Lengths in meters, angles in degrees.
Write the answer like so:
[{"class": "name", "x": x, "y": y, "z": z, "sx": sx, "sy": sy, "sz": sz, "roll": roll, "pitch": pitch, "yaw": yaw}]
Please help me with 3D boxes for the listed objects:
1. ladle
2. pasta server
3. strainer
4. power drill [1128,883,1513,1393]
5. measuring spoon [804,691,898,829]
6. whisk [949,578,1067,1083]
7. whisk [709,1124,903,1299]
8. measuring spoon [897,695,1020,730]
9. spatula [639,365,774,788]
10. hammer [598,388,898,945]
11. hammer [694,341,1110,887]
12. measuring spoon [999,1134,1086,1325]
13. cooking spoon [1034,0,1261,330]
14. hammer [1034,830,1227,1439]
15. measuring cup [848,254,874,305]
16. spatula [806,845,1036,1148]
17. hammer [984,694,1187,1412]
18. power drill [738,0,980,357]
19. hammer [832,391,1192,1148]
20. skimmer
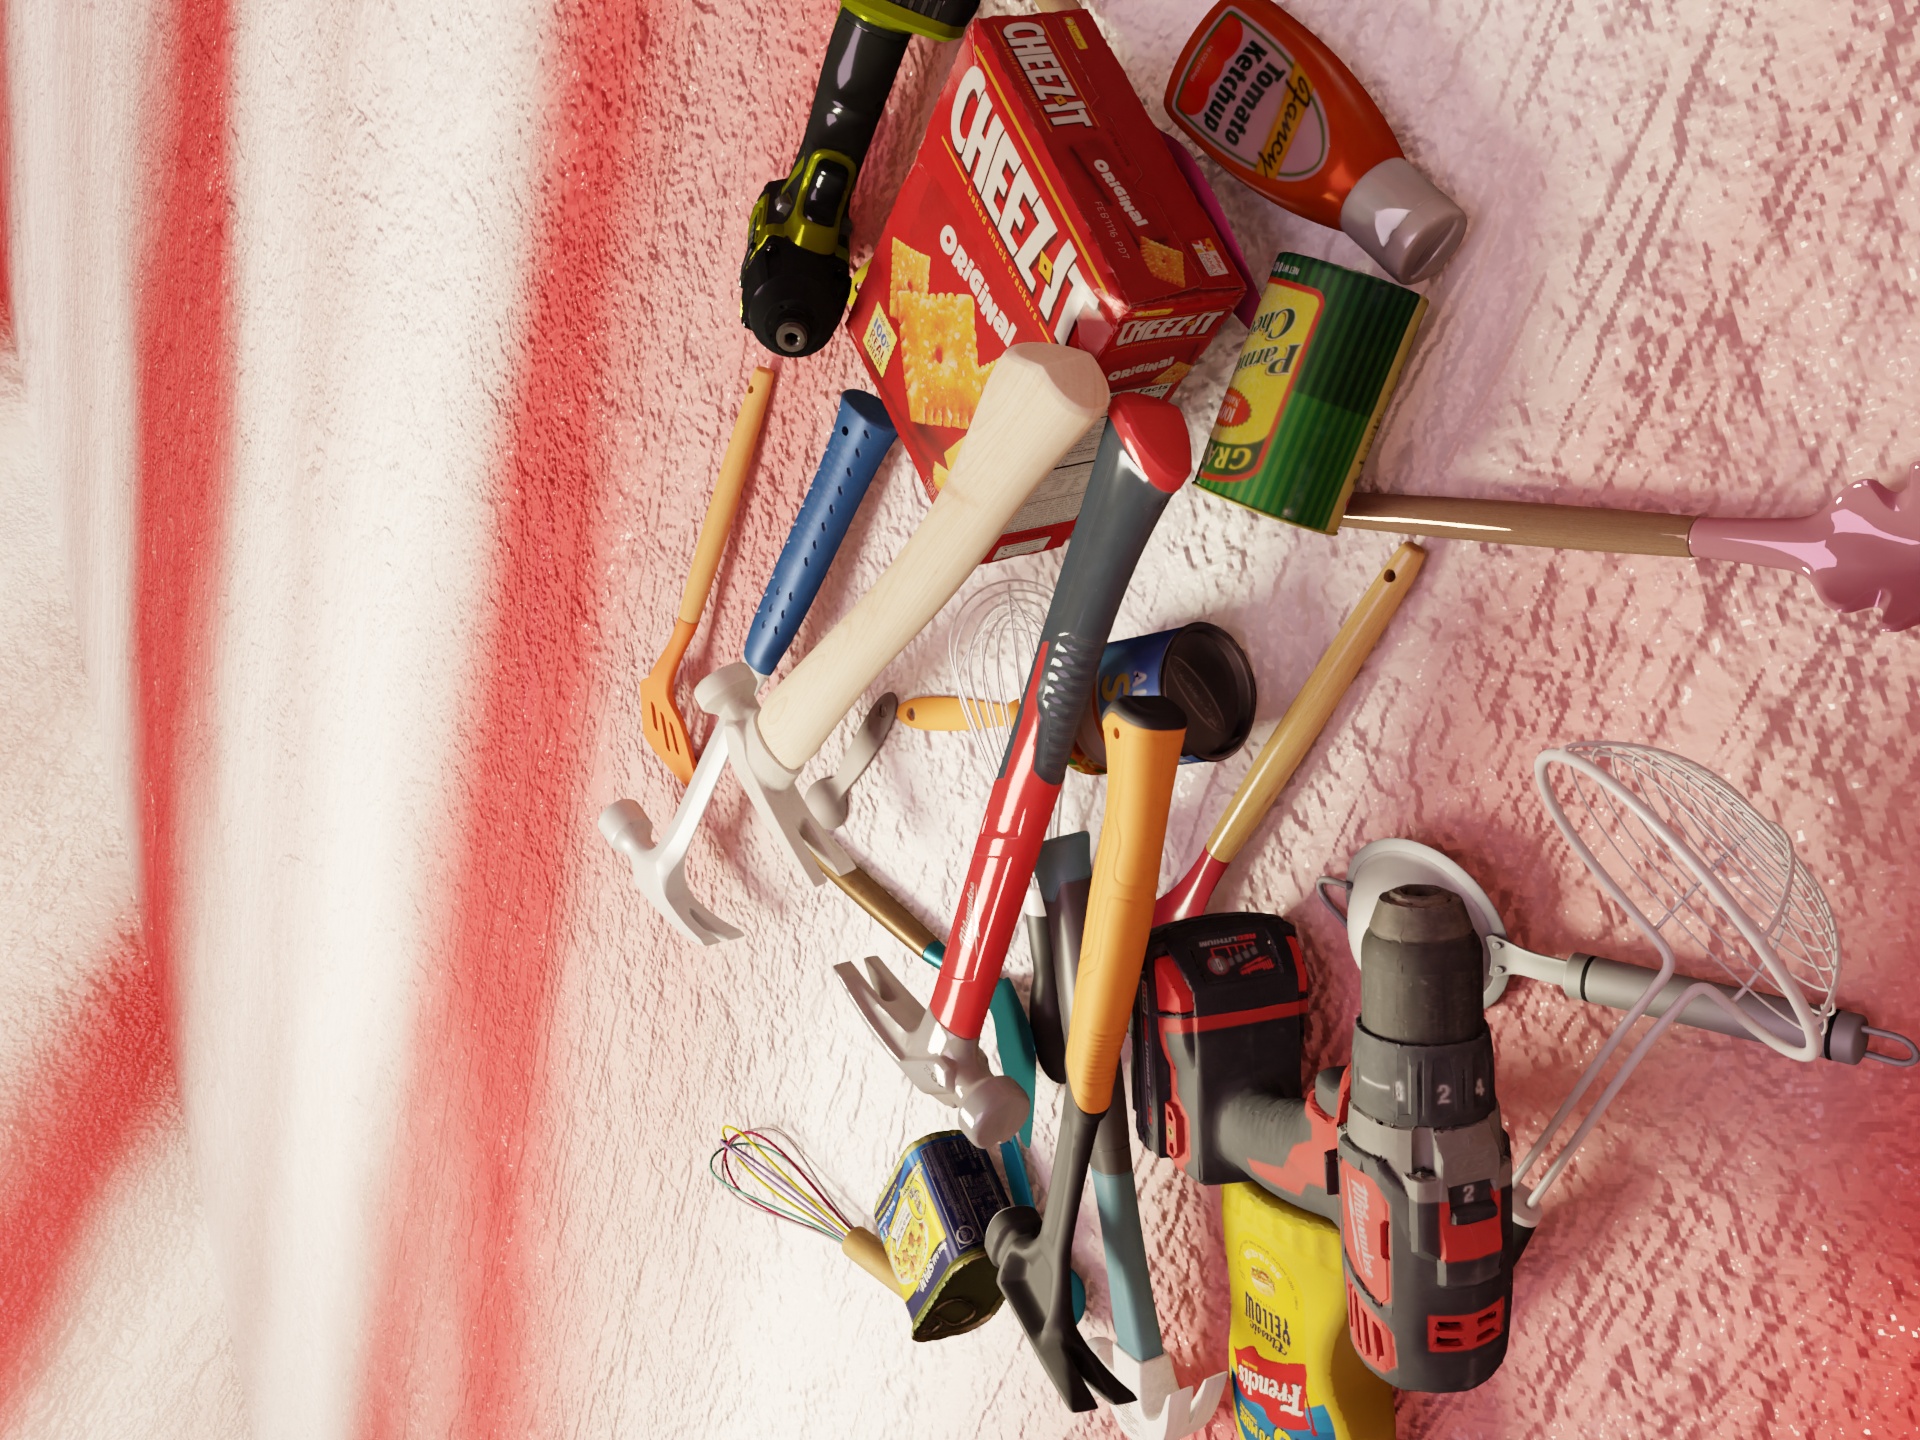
[{"class": "ladle", "x": 0.138, "y": 0.046, "z": 0.766, "sx": 0.069, "sy": 0.031, "sz": 0.315, "roll": 49, "pitch": 129, "yaw": 32}, {"class": "pasta server", "x": 0.249, "y": -0.073, "z": 0.604, "sx": 0.316, "sy": 0.040, "sz": 0.060, "roll": 14, "pitch": 96, "yaw": 48}, {"class": "strainer", "x": 0.245, "y": 0.102, "z": 0.648, "sx": 0.258, "sy": 0.050, "sz": 0.086, "roll": 9, "pitch": 121, "yaw": 44}, {"class": "power drill", "x": 0.149, "y": 0.142, "z": 0.666, "sx": 0.227, "sy": 0.080, "sz": 0.188, "roll": -154, "pitch": 59, "yaw": -71}, {"class": "measuring spoon", "x": -0.071, "y": 0.025, "z": 1.003, "sx": 0.034, "sy": 0.018, "sz": 0.124, "roll": 55, "pitch": 133, "yaw": 25}, {"class": "whisk", "x": 0.043, "y": 0.064, "z": 0.860, "sx": 0.070, "sy": 0.070, "sz": 0.284, "roll": 7, "pitch": 108, "yaw": 48}, {"class": "whisk", "x": -0.089, "y": 0.339, "z": 1.075, "sx": 0.245, "sy": 0.051, "sz": 0.047, "roll": 23, "pitch": 109, "yaw": 41}, {"class": "measuring spoon", "x": -0.001, "y": -0.003, "z": 0.923, "sx": 0.117, "sy": 0.011, "sz": 0.021, "roll": 2, "pitch": 99, "yaw": 48}, {"class": "spatula", "x": -0.173, "y": -0.092, "z": 1.092, "sx": 0.081, "sy": 0.041, "sz": 0.322, "roll": 42, "pitch": 123, "yaw": 34}, {"class": "hammer", "x": -0.130, "y": -0.025, "z": 1.023, "sx": 0.144, "sy": 0.035, "sz": 0.405, "roll": 48, "pitch": 126, "yaw": 28}, {"class": "hammer", "x": -0.033, "y": -0.046, "z": 0.820, "sx": 0.146, "sy": 0.038, "sz": 0.410, "roll": 59, "pitch": 144, "yaw": 10}, {"class": "measuring spoon", "x": 0.048, "y": 0.292, "z": 0.932, "sx": 0.042, "sy": 0.021, "sz": 0.129, "roll": -46, "pitch": 55, "yaw": 54}, {"class": "cooking spoon", "x": 0.069, "y": -0.305, "z": 0.755, "sx": 0.017, "sy": 0.068, "sz": 0.319, "roll": -27, "pitch": 67, "yaw": 4}, {"class": "hammer", "x": 0.075, "y": 0.218, "z": 0.828, "sx": 0.128, "sy": 0.033, "sz": 0.331, "roll": -174, "pitch": 74, "yaw": -67}, {"class": "measuring cup", "x": -0.027, "y": -0.272, "z": 0.878, "sx": 0.156, "sy": 0.029, "sz": 0.062, "roll": -28, "pitch": 77, "yaw": 46}, {"class": "spatula", "x": -0.042, "y": 0.130, "z": 0.974, "sx": 0.318, "sy": 0.044, "sz": 0.082, "roll": 36, "pitch": 137, "yaw": 40}, {"class": "hammer", "x": 0.065, "y": 0.151, "z": 0.736, "sx": 0.127, "sy": 0.034, "sz": 0.336, "roll": -132, "pitch": 45, "yaw": -61}, {"class": "power drill", "x": -0.060, "y": -0.308, "z": 0.832, "sx": 0.171, "sy": 0.080, "sz": 0.223, "roll": -96, "pitch": 26, "yaw": -53}, {"class": "hammer", "x": 0.024, "y": 0.021, "z": 0.778, "sx": 0.143, "sy": 0.038, "sz": 0.386, "roll": 41, "pitch": 127, "yaw": 40}, {"class": "skimmer", "x": 0.216, "y": 0.158, "z": 0.611, "sx": 0.127, "sy": 0.090, "sz": 0.363, "roll": 55, "pitch": 145, "yaw": 40}]
